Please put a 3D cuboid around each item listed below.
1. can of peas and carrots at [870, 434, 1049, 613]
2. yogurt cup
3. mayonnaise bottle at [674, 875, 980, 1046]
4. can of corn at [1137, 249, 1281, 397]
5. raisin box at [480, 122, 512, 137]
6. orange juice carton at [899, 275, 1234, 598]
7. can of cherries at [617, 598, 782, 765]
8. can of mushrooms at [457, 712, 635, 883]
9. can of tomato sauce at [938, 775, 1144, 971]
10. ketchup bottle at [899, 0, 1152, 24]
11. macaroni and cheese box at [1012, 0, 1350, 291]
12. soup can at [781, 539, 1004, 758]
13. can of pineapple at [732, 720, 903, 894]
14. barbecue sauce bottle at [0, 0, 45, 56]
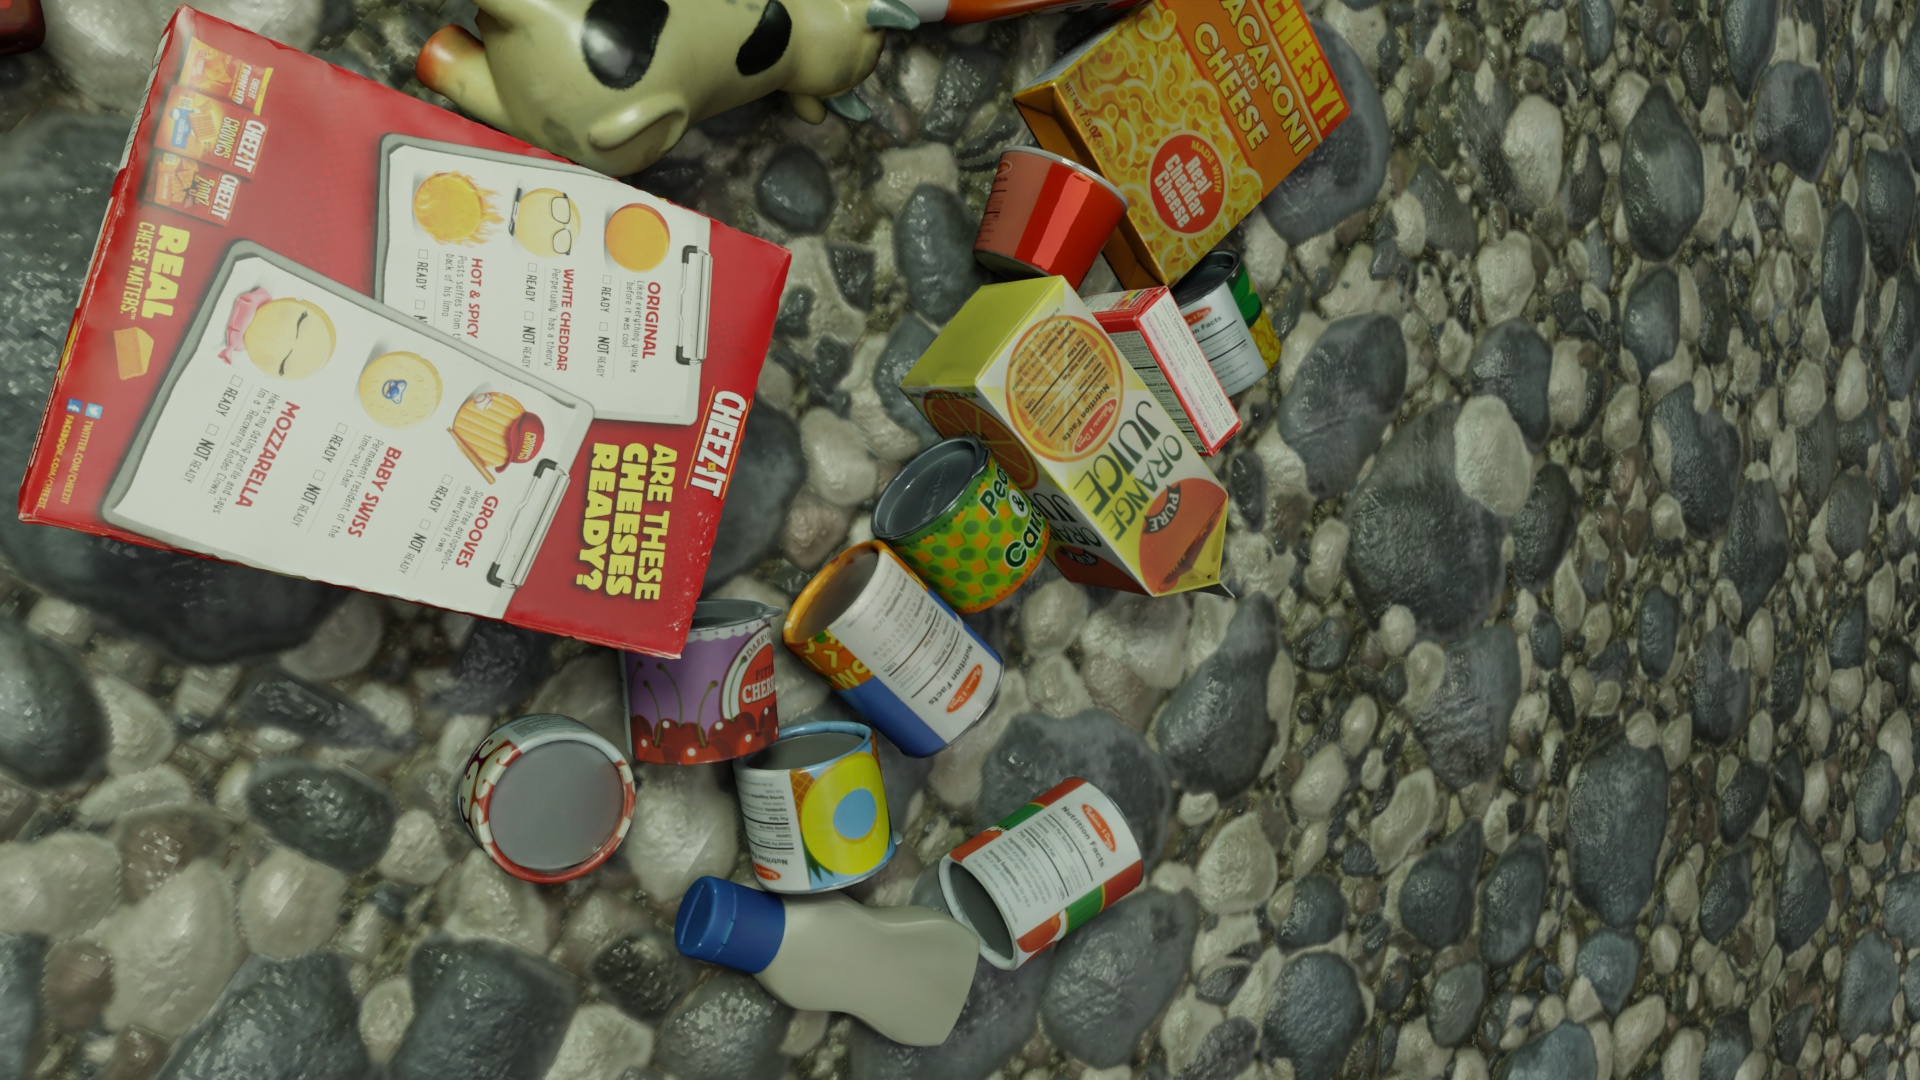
[{"bbox_3d":[0.002,-0.008,0.663,0.058,0.071,0.071,47,70,-27],"label":"can of peas and carrots"},{"bbox_3d":[0.041,-0.154,0.680,0.072,0.072,0.054,24,89,-32],"label":"yogurt cup"},{"bbox_3d":[-0.062,0.194,0.658,0.148,0.041,0.065,26,81,-30],"label":"mayonnaise bottle"},{"bbox_3d":[0.129,-0.114,0.739,0.071,0.071,0.058,-42,115,-22],"label":"can of corn"},{"bbox_3d":[-0.202,-0.092,0.543,0.124,0.040,0.086,-48,116,-18],"label":"raisin box"},{"bbox_3d":[0.065,-0.037,0.700,0.192,0.072,0.073,48,70,-26],"label":"orange juice carton"},{"bbox_3d":[-0.110,0.059,0.597,0.072,0.071,0.058,-8,99,-32],"label":"can of cherries"},{"bbox_3d":[-0.173,0.110,0.583,0.071,0.033,0.071,-3,96,-33],"label":"can of mushrooms"},{"bbox_3d":[0.040,0.170,0.707,0.083,0.071,0.071,-26,108,-28],"label":"can of tomato sauce"},{"bbox_3d":[0.021,-0.270,0.659,0.149,0.065,0.043,-15,115,-22],"label":"ketchup bottle"},{"bbox_3d":[0.122,-0.231,0.737,0.167,0.040,0.123,-45,116,-21],"label":"macaroni and cheese box"},{"bbox_3d":[-0.033,0.050,0.648,0.083,0.071,0.071,46,71,-22],"label":"soup can"},{"bbox_3d":[-0.065,0.120,0.634,0.071,0.071,0.057,-16,103,-30],"label":"can of pineapple"},{"bbox_3d":[-0.345,-0.229,0.437,0.065,0.043,0.148,-16,103,-25],"label":"barbecue sauce bottle"}]
